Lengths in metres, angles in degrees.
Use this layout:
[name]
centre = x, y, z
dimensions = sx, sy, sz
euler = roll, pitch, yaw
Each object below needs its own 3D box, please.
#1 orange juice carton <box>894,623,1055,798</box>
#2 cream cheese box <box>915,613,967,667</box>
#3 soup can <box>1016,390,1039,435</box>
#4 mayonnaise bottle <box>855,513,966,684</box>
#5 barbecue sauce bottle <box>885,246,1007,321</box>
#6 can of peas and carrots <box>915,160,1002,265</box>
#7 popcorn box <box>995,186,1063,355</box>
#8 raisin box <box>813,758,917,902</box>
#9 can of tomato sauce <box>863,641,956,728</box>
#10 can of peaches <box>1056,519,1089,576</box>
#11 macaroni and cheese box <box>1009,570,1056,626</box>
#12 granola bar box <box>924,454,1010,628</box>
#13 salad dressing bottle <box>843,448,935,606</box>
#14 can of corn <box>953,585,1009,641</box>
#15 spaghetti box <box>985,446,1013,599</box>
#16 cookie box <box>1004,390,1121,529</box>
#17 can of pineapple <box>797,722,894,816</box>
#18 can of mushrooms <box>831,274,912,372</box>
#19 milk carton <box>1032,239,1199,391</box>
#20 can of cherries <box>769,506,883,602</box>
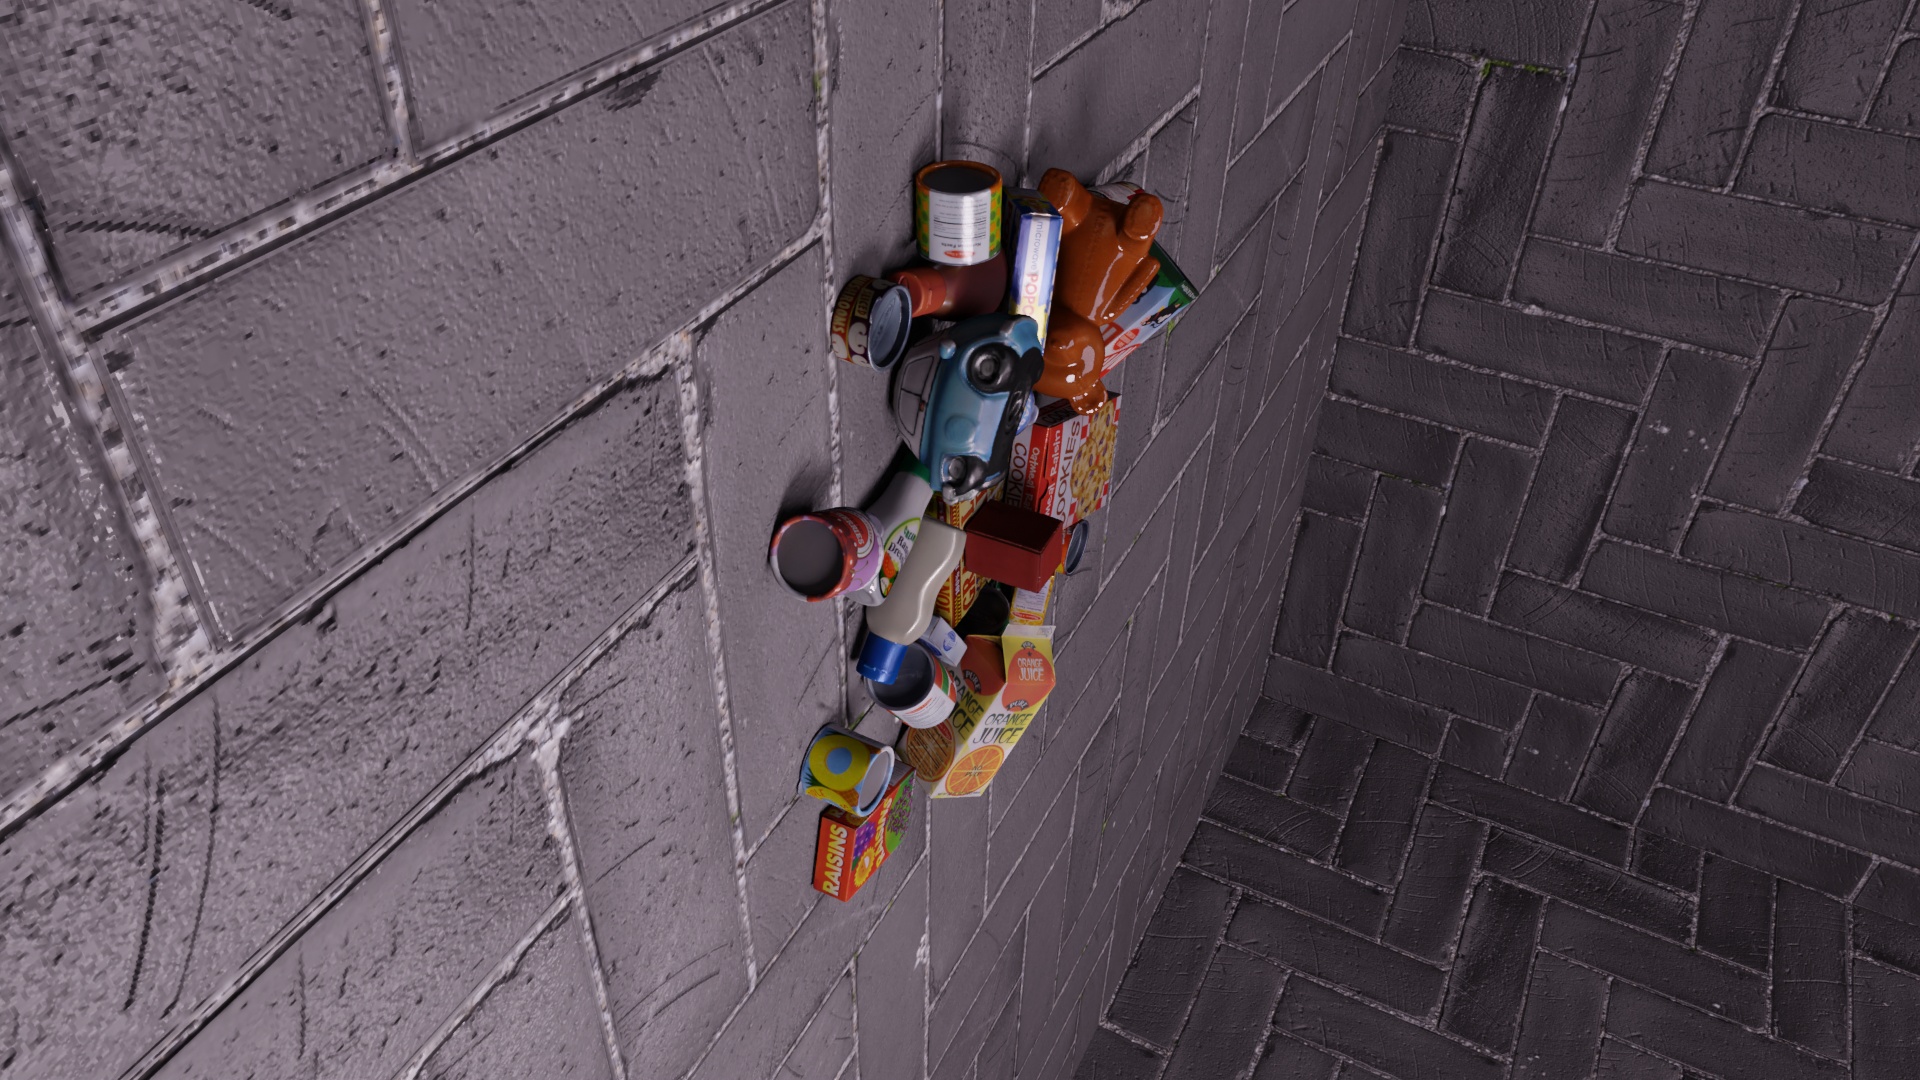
[orange juice carton]
centre = 0.022, 0.156, 1.347
dimensions = 0.072, 0.073, 0.192
euler = 8, 120, -46
[cream cheese box]
centre = -0.033, 0.084, 1.280
dimensions = 0.024, 0.053, 0.103
euler = -62, 158, -12
[soup can]
centre = 0.024, -0.125, 1.221
dimensions = 0.084, 0.071, 0.071
euler = 14, 94, -70
[mayonnaise bottle]
centre = -0.049, 0.050, 1.203
dimensions = 0.041, 0.065, 0.148
euler = 13, 99, -67
[barbecue sauce bottle]
centre = -0.011, -0.203, 1.105
dimensions = 0.149, 0.044, 0.064
euler = -31, 132, -60
[can of peas and carrots]
centre = -0.002, -0.251, 1.059
dimensions = 0.071, 0.071, 0.058
euler = -50, 151, -45
[popcorn box]
centre = 0.053, -0.231, 1.195
dimensions = 0.085, 0.038, 0.126
euler = -112, -155, -59
[raisin box]
centre = -0.090, 0.270, 1.313
dimensions = 0.124, 0.040, 0.085
euler = -38, 142, -58
[can of tomato sauce]
centre = -0.045, 0.131, 1.274
dimensions = 0.071, 0.071, 0.083
euler = -67, 160, -13
[can of peaches]
centre = 0.105, -0.002, 1.555
dimensions = 0.071, 0.058, 0.070
euler = -51, 151, -42
[macaroni and cheese box]
centre = 0.076, 0.053, 1.477
dimensions = 0.124, 0.040, 0.165
euler = -75, 176, -48
[granola bar box]
centre = 0.005, -0.016, 1.311
dimensions = 0.125, 0.039, 0.164
euler = -53, 152, -41
[salad dressing bottle]
centre = -0.054, -0.018, 1.152
dimensions = 0.148, 0.044, 0.064
euler = -63, 157, -23
[can of corn]
centre = 0.015, 0.089, 1.390
dimensions = 0.071, 0.071, 0.058
euler = -56, 155, -35
[spaghetti box]
centre = 0.038, 0.023, 1.446
dimensions = 0.050, 0.029, 0.249
euler = -24, 130, -65
[cookie box]
centre = 0.102, -0.076, 1.378
dimensions = 0.168, 0.040, 0.122
euler = -28, 130, -55
[can of pineapple]
centre = -0.098, 0.201, 1.203
dimensions = 0.071, 0.058, 0.070
euler = -52, 153, -42
[can of mushrooms]
centre = -0.065, -0.160, 1.016
dimensions = 0.071, 0.033, 0.070
euler = -52, 153, -41
[milk carton]
centre = 0.133, -0.211, 1.360
dimensions = 0.190, 0.073, 0.072
euler = -40, 165, 15
[can of cherries]
centre = -0.097, 0.008, 1.026
dimensions = 0.058, 0.071, 0.071
euler = -13, 119, -65
